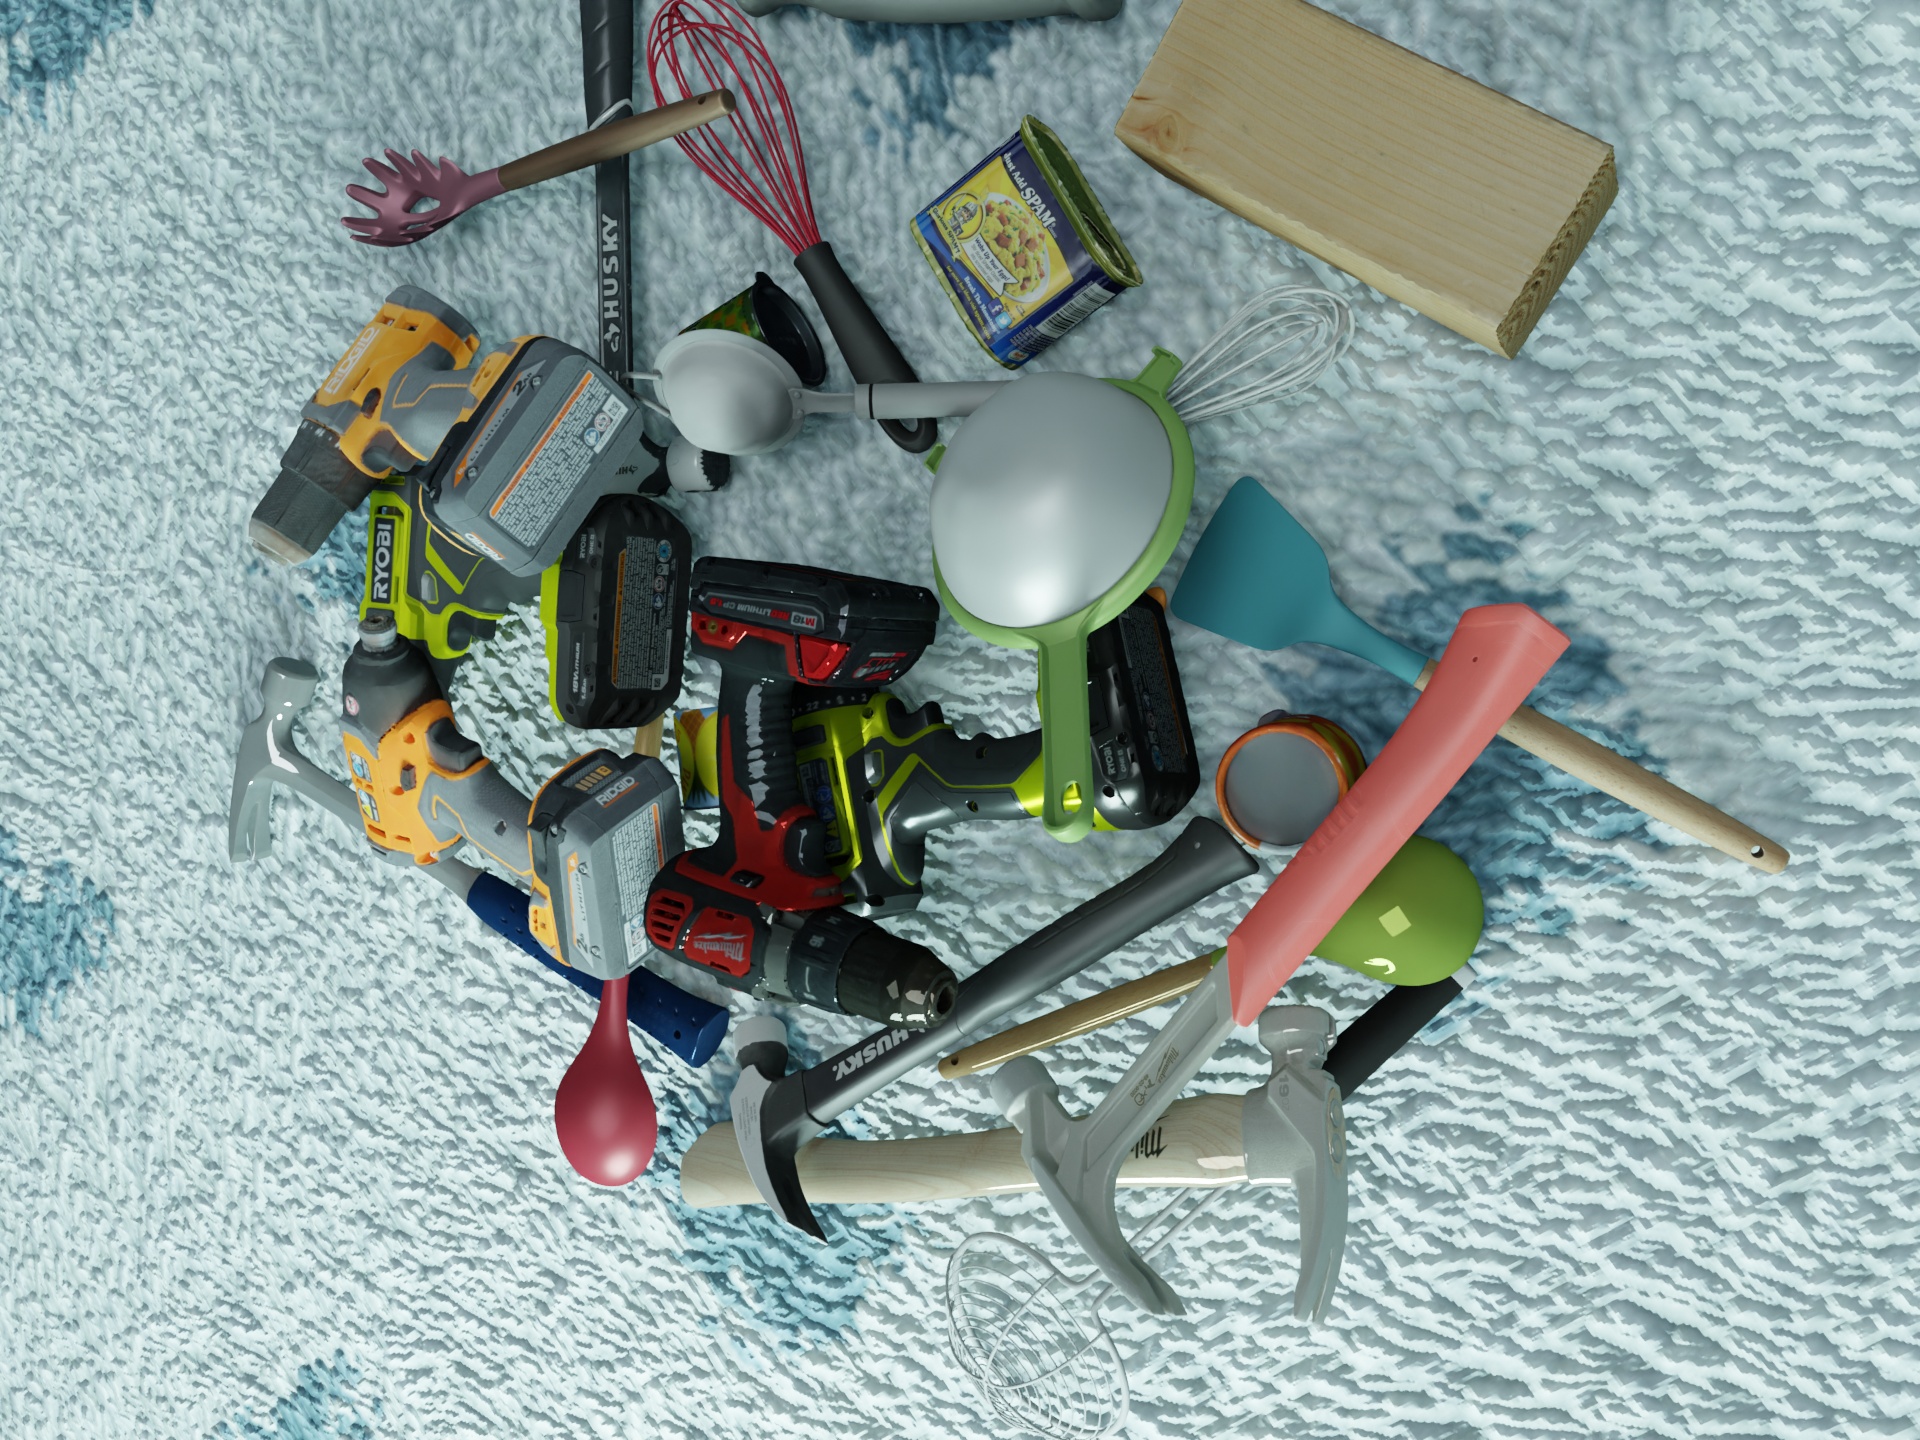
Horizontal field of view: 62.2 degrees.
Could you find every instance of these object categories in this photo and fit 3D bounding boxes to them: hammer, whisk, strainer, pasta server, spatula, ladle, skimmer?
[{"bbox_3d":[0.157,0.100,0.735,0.359,0.036,0.149,-53,48,14],"label":"hammer"},{"bbox_3d":[-0.093,-0.279,0.893,0.073,0.073,0.296,-31,88,22],"label":"whisk"},{"bbox_3d":[-0.059,-0.171,0.854,0.258,0.086,0.050,-1,51,4],"label":"strainer"},{"bbox_3d":[0.091,-0.152,0.829,0.246,0.059,0.058,-27,47,27],"label":"whisk"},{"bbox_3d":[-0.253,-0.326,0.928,0.316,0.040,0.060,-1,79,37],"label":"pasta server"},{"bbox_3d":[0.013,0.154,0.860,0.335,0.035,0.146,-33,40,16],"label":"hammer"},{"bbox_3d":[0.251,-0.014,0.780,0.317,0.044,0.082,31,105,14],"label":"spatula"},{"bbox_3d":[0.121,0.141,0.840,0.320,0.062,0.078,-28,52,30],"label":"ladle"},{"bbox_3d":[-0.322,0.109,1.030,0.406,0.035,0.144,28,104,19],"label":"hammer"},{"bbox_3d":[0.131,0.246,0.847,0.363,0.090,0.127,-45,73,9],"label":"skimmer"},{"bbox_3d":[-0.200,0.119,0.953,0.069,0.031,0.315,4,83,17],"label":"ladle"},{"bbox_3d":[0.008,0.247,0.855,0.410,0.038,0.146,-14,58,32],"label":"hammer"},{"bbox_3d":[0.034,-0.069,0.751,0.151,0.069,0.257,-18,56,29],"label":"strainer"},{"bbox_3d":[-0.212,-0.338,0.951,0.149,0.036,0.409,1,94,24],"label":"hammer"}]

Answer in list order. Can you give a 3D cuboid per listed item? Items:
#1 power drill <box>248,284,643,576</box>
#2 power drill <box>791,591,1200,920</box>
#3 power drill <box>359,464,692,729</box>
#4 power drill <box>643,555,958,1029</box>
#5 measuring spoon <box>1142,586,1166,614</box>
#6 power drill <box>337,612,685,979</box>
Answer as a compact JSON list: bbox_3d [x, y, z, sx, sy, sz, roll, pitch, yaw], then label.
[{"bbox_3d":[-0.307,-0.151,0.909,0.226,0.084,0.185,23,76,39],"label":"power drill"},{"bbox_3d":[-0.001,-0.003,0.855,0.228,0.080,0.191,-17,78,30],"label":"power drill"},{"bbox_3d":[-0.276,-0.066,0.970,0.223,0.080,0.171,8,96,31],"label":"power drill"},{"bbox_3d":[-0.072,0.039,0.813,0.188,0.080,0.226,14,99,34],"label":"power drill"},{"bbox_3d":[0.077,-0.022,0.859,0.021,0.011,0.117,36,107,17],"label":"measuring spoon"},{"bbox_3d":[-0.265,0.037,0.905,0.227,0.084,0.164,22,130,27],"label":"power drill"}]
